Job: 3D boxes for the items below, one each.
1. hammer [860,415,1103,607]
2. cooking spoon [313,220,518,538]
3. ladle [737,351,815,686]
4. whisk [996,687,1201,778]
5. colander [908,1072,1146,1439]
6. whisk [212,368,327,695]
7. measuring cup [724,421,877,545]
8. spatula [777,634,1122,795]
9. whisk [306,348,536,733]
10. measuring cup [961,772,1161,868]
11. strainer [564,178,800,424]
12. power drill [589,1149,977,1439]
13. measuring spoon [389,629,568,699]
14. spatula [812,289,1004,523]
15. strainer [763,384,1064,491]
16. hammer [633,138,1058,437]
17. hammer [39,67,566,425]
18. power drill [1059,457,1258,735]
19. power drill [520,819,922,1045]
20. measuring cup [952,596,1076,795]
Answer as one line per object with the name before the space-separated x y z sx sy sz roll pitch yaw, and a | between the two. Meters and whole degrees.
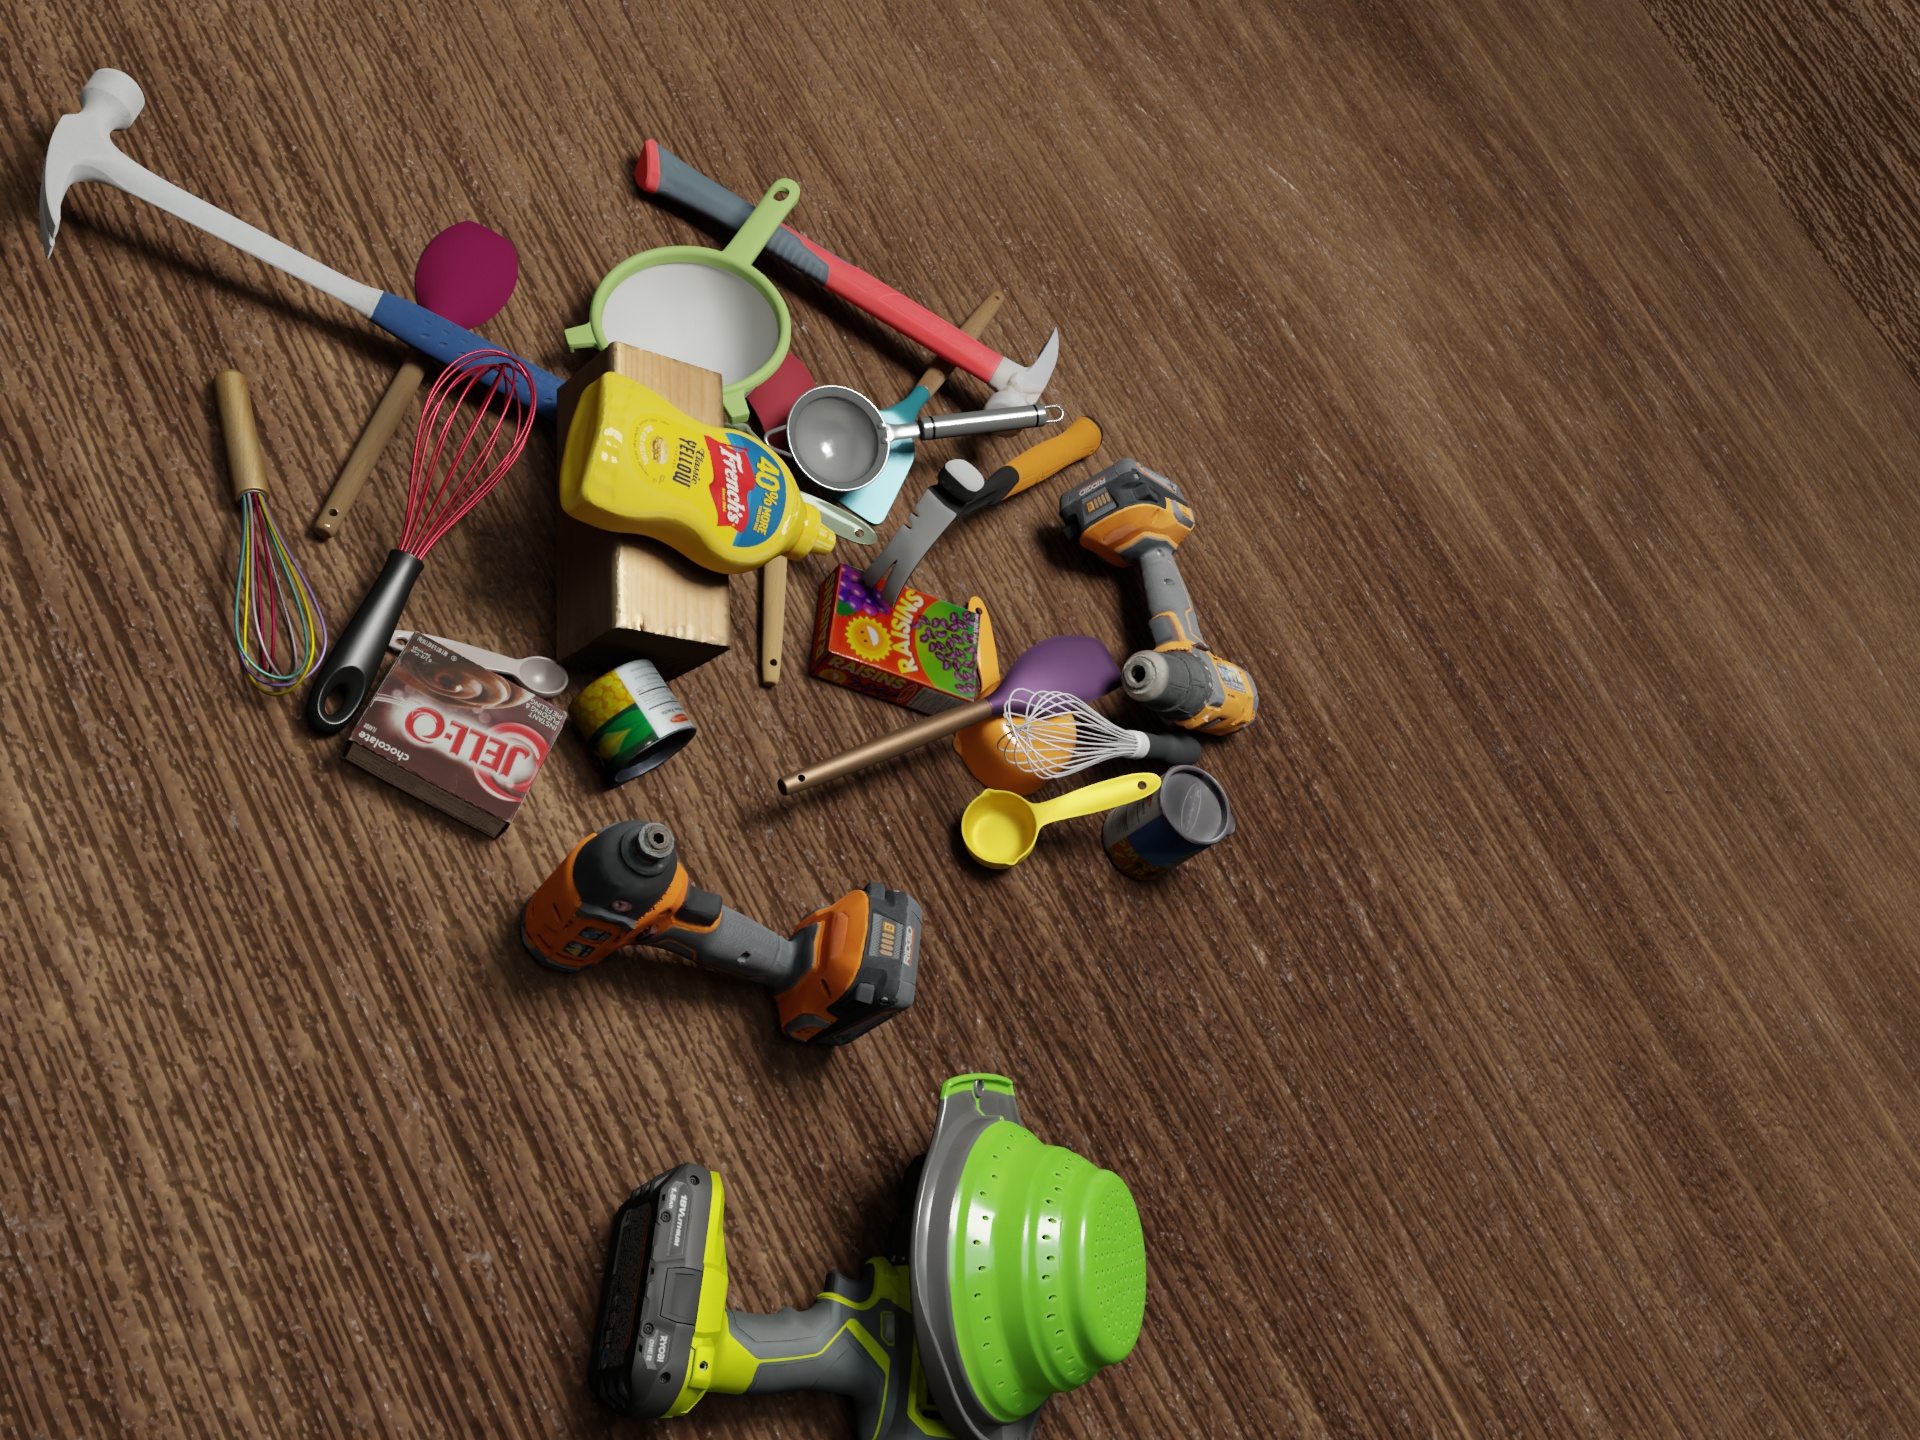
hammer | 0.037 -0.190 1.294 0.034 0.127 0.337 43 33 5
cooking spoon | -0.390 -0.251 1.135 0.068 0.017 0.319 26 54 -18
ladle | -0.144 -0.168 1.233 0.069 0.031 0.316 10 61 -23
whisk | 0.117 0.018 1.219 0.284 0.070 0.070 8 58 -55
colander | 0.058 0.411 0.947 0.204 0.094 0.397 25 59 -62
whisk | -0.453 -0.123 1.016 0.051 0.047 0.245 2 59 -43
measuring cup | -0.141 -0.164 1.201 0.167 0.038 0.083 26 65 0
spatula | -0.002 -0.004 1.168 0.316 0.018 0.060 -22 78 -35
whisk | -0.356 -0.123 1.046 0.073 0.073 0.296 26 66 -17
measuring cup | 0.076 0.070 1.193 0.156 0.029 0.062 -16 68 -9
strainer | -0.190 -0.329 1.255 0.151 0.069 0.256 24 58 2
power drill | -0.091 0.340 0.953 0.228 0.080 0.191 19 57 -24
measuring spoon | -0.325 -0.037 1.062 0.124 0.018 0.034 15 41 -16
spatula | -0.030 -0.289 1.371 0.082 0.044 0.318 37 47 -6
strainer | -0.036 -0.230 1.271 0.258 0.050 0.087 -10 85 -18
hammer | -0.095 -0.382 1.349 0.386 0.038 0.143 30 45 -6
hammer | -0.416 -0.287 1.097 0.405 0.035 0.144 26 53 -25
power drill | 0.157 -0.098 1.306 0.185 0.084 0.226 10 57 -58
power drill | -0.140 0.126 0.985 0.226 0.164 0.084 20 55 -23
measuring cup | 0.038 -0.030 1.246 0.095 0.052 0.174 1 66 -31
